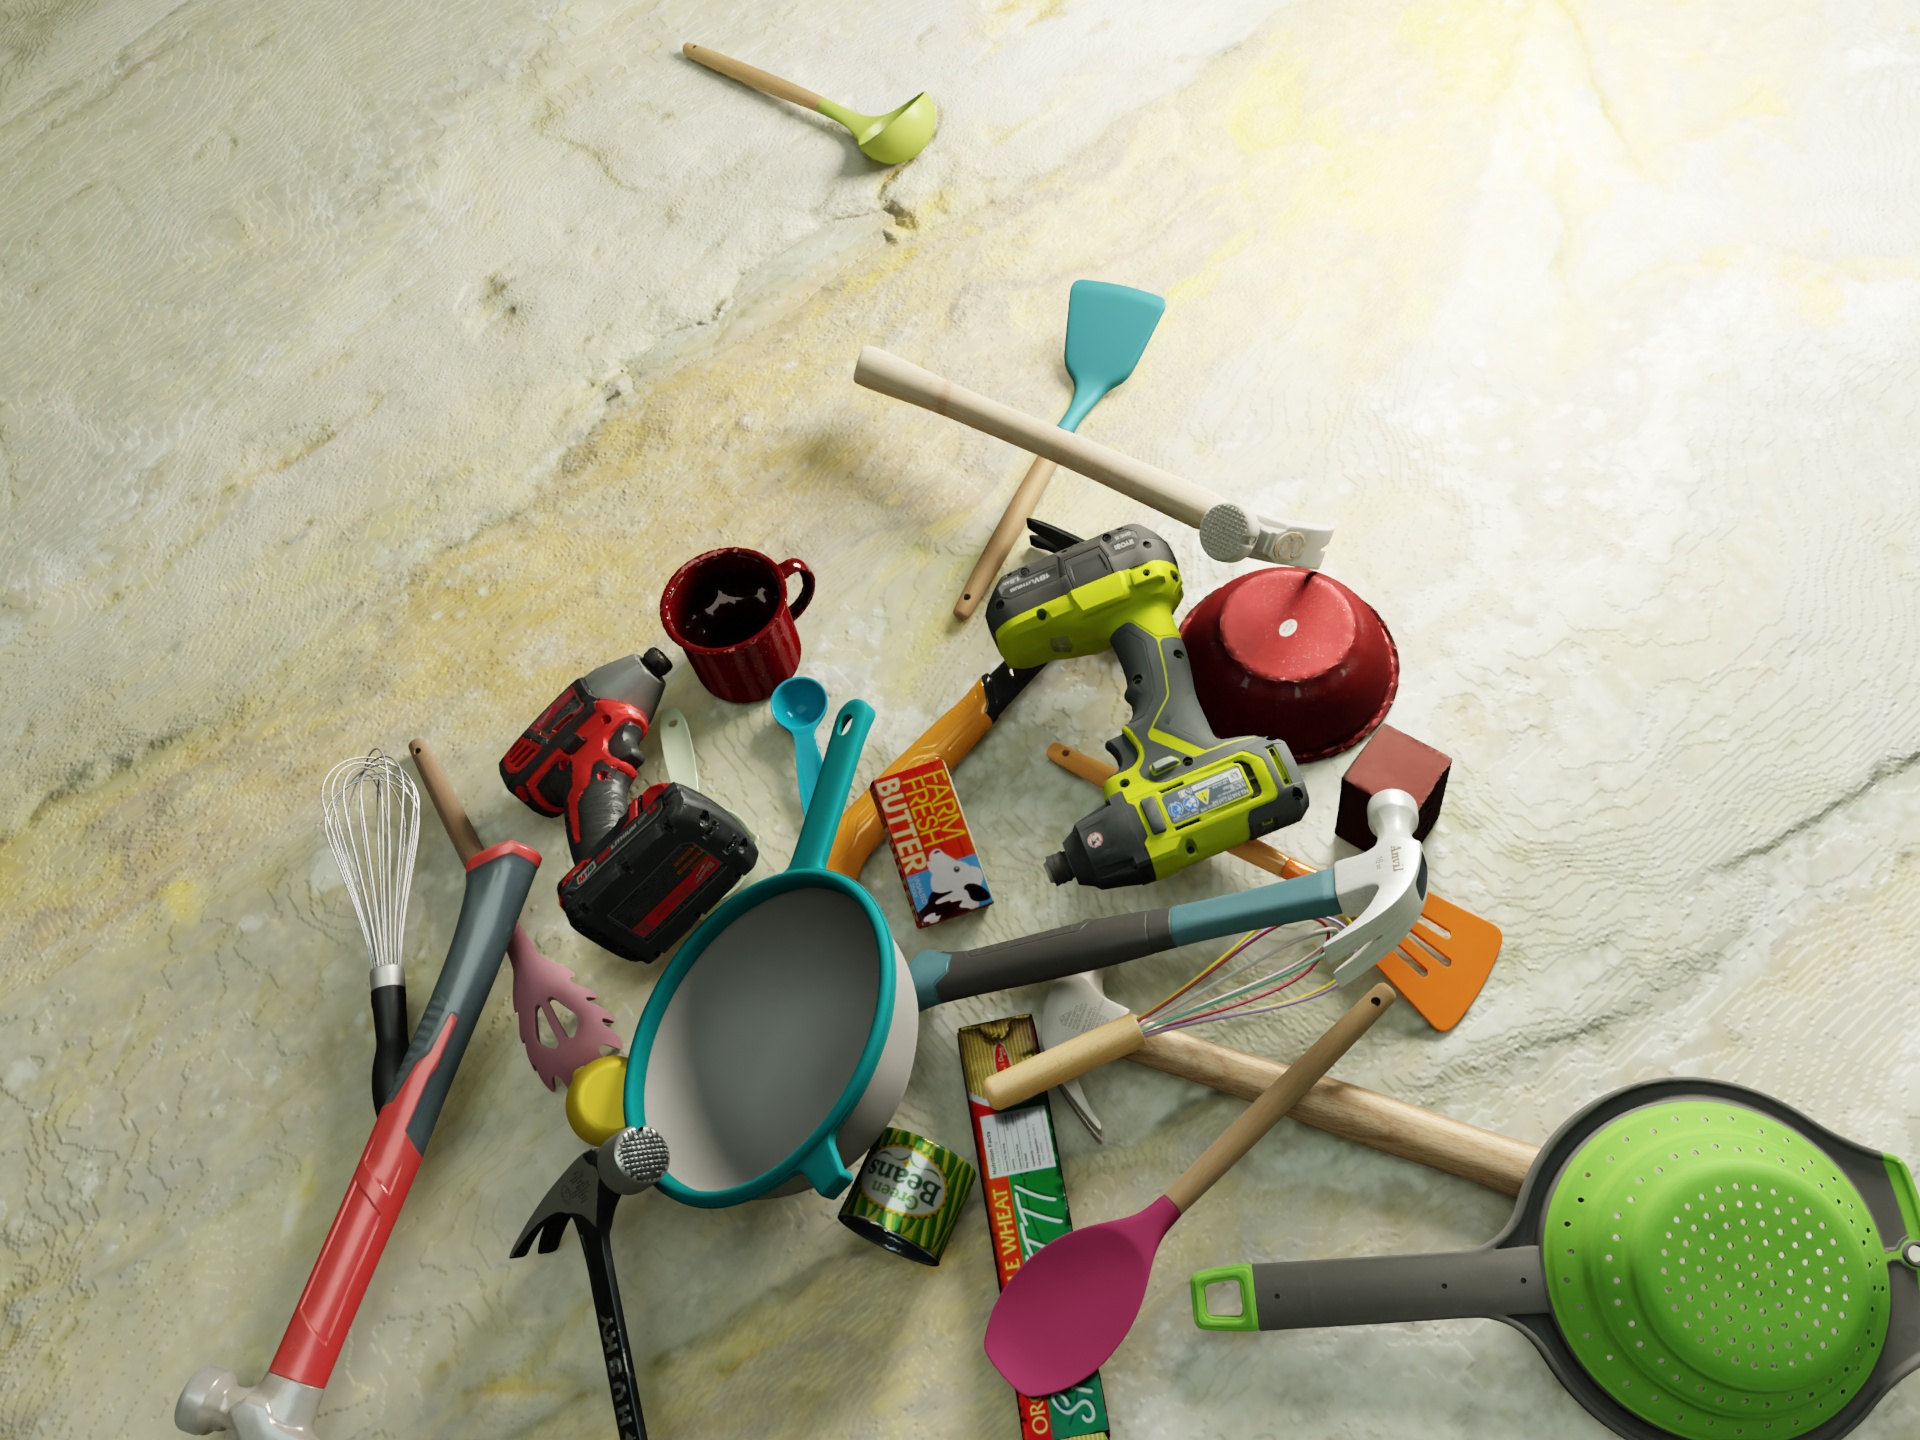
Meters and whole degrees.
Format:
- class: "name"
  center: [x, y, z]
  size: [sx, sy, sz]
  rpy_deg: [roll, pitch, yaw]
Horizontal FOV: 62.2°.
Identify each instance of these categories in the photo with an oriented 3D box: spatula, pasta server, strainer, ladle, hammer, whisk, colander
- class: "spatula"
  center: [0.065, -0.210, 1.234]
  size: [0.082, 0.044, 0.318]
  rpy_deg: [19, 65, 20]
- class: "pasta server"
  center: [-0.322, 0.125, 1.105]
  size: [0.060, 0.040, 0.317]
  rpy_deg: [-32, 56, -10]
- class: "strainer"
  center: [-0.084, 0.150, 0.999]
  size: [0.211, 0.095, 0.341]
  rpy_deg: [-11, 51, 38]
- class: "ladle"
  center: [-0.151, -0.594, 1.489]
  size: [0.320, 0.062, 0.078]
  rpy_deg: [32, 69, 27]
- class: "hammer"
  center: [-0.002, -0.004, 1.126]
  size: [0.127, 0.034, 0.337]
  rpy_deg: [35, 70, 24]
- class: "whisk"
  center: [-0.394, 0.148, 1.087]
  size: [0.070, 0.070, 0.285]
  rpy_deg: [-15, 64, 0]
- class: "hammer"
  center: [0.078, -0.199, 1.168]
  size: [0.411, 0.146, 0.038]
  rpy_deg: [31, 110, 34]
- class: "spatula"
  center: [0.193, 0.091, 1.049]
  size: [0.323, 0.041, 0.081]
  rpy_deg: [27, 68, 26]
- class: "hammer"
  center: [-0.171, 0.440, 0.860]
  size: [0.149, 0.036, 0.409]
  rpy_deg: [-38, 58, 39]
- class: "hammer"
  center: [0.118, 0.128, 0.968]
  size: [0.331, 0.033, 0.128]
  rpy_deg: [-16, 32, 20]
- class: "hammer"
  center: [-0.333, 0.260, 0.990]
  size: [0.143, 0.038, 0.386]
  rpy_deg: [15, 67, 7]
- class: "colander"
  center: [0.321, 0.297, 0.843]
  size: [0.397, 0.094, 0.205]
  rpy_deg: [-7, 72, 8]
- class: "hammer"
  center: [0.205, 0.228, 0.959]
  size: [0.331, 0.031, 0.130]
  rpy_deg: [16, 63, 17]
- class: "whisk"
  center: [0.126, 0.173, 0.960]
  size: [0.245, 0.047, 0.051]
  rpy_deg: [-24, 19, -2]

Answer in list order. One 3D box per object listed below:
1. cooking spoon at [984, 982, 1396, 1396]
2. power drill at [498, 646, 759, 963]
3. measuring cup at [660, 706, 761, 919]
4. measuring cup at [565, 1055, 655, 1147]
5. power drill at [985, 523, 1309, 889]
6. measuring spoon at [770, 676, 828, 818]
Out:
- class: "cooking spoon"
  center: [0.141, 0.262, 0.919]
  size: [0.319, 0.017, 0.069]
  rpy_deg: [-40, 63, -14]
- class: "power drill"
  center: [-0.225, 0.045, 1.067]
  size: [0.143, 0.078, 0.220]
  rpy_deg: [-44, 43, 4]
- class: "measuring cup"
  center: [-0.186, 0.064, 1.113]
  size: [0.083, 0.038, 0.168]
  rpy_deg: [-18, 56, -2]
- class: "measuring cup"
  center: [-0.189, 0.207, 1.024]
  size: [0.062, 0.029, 0.156]
  rpy_deg: [42, 66, 1]
- class: "power drill"
  center: [0.107, -0.004, 1.053]
  size: [0.171, 0.080, 0.223]
  rpy_deg: [-22, 65, 1]
- class: "measuring spoon"
  center: [-0.107, 0.030, 1.137]
  size: [0.042, 0.021, 0.129]
  rpy_deg: [-12, 68, 0]
